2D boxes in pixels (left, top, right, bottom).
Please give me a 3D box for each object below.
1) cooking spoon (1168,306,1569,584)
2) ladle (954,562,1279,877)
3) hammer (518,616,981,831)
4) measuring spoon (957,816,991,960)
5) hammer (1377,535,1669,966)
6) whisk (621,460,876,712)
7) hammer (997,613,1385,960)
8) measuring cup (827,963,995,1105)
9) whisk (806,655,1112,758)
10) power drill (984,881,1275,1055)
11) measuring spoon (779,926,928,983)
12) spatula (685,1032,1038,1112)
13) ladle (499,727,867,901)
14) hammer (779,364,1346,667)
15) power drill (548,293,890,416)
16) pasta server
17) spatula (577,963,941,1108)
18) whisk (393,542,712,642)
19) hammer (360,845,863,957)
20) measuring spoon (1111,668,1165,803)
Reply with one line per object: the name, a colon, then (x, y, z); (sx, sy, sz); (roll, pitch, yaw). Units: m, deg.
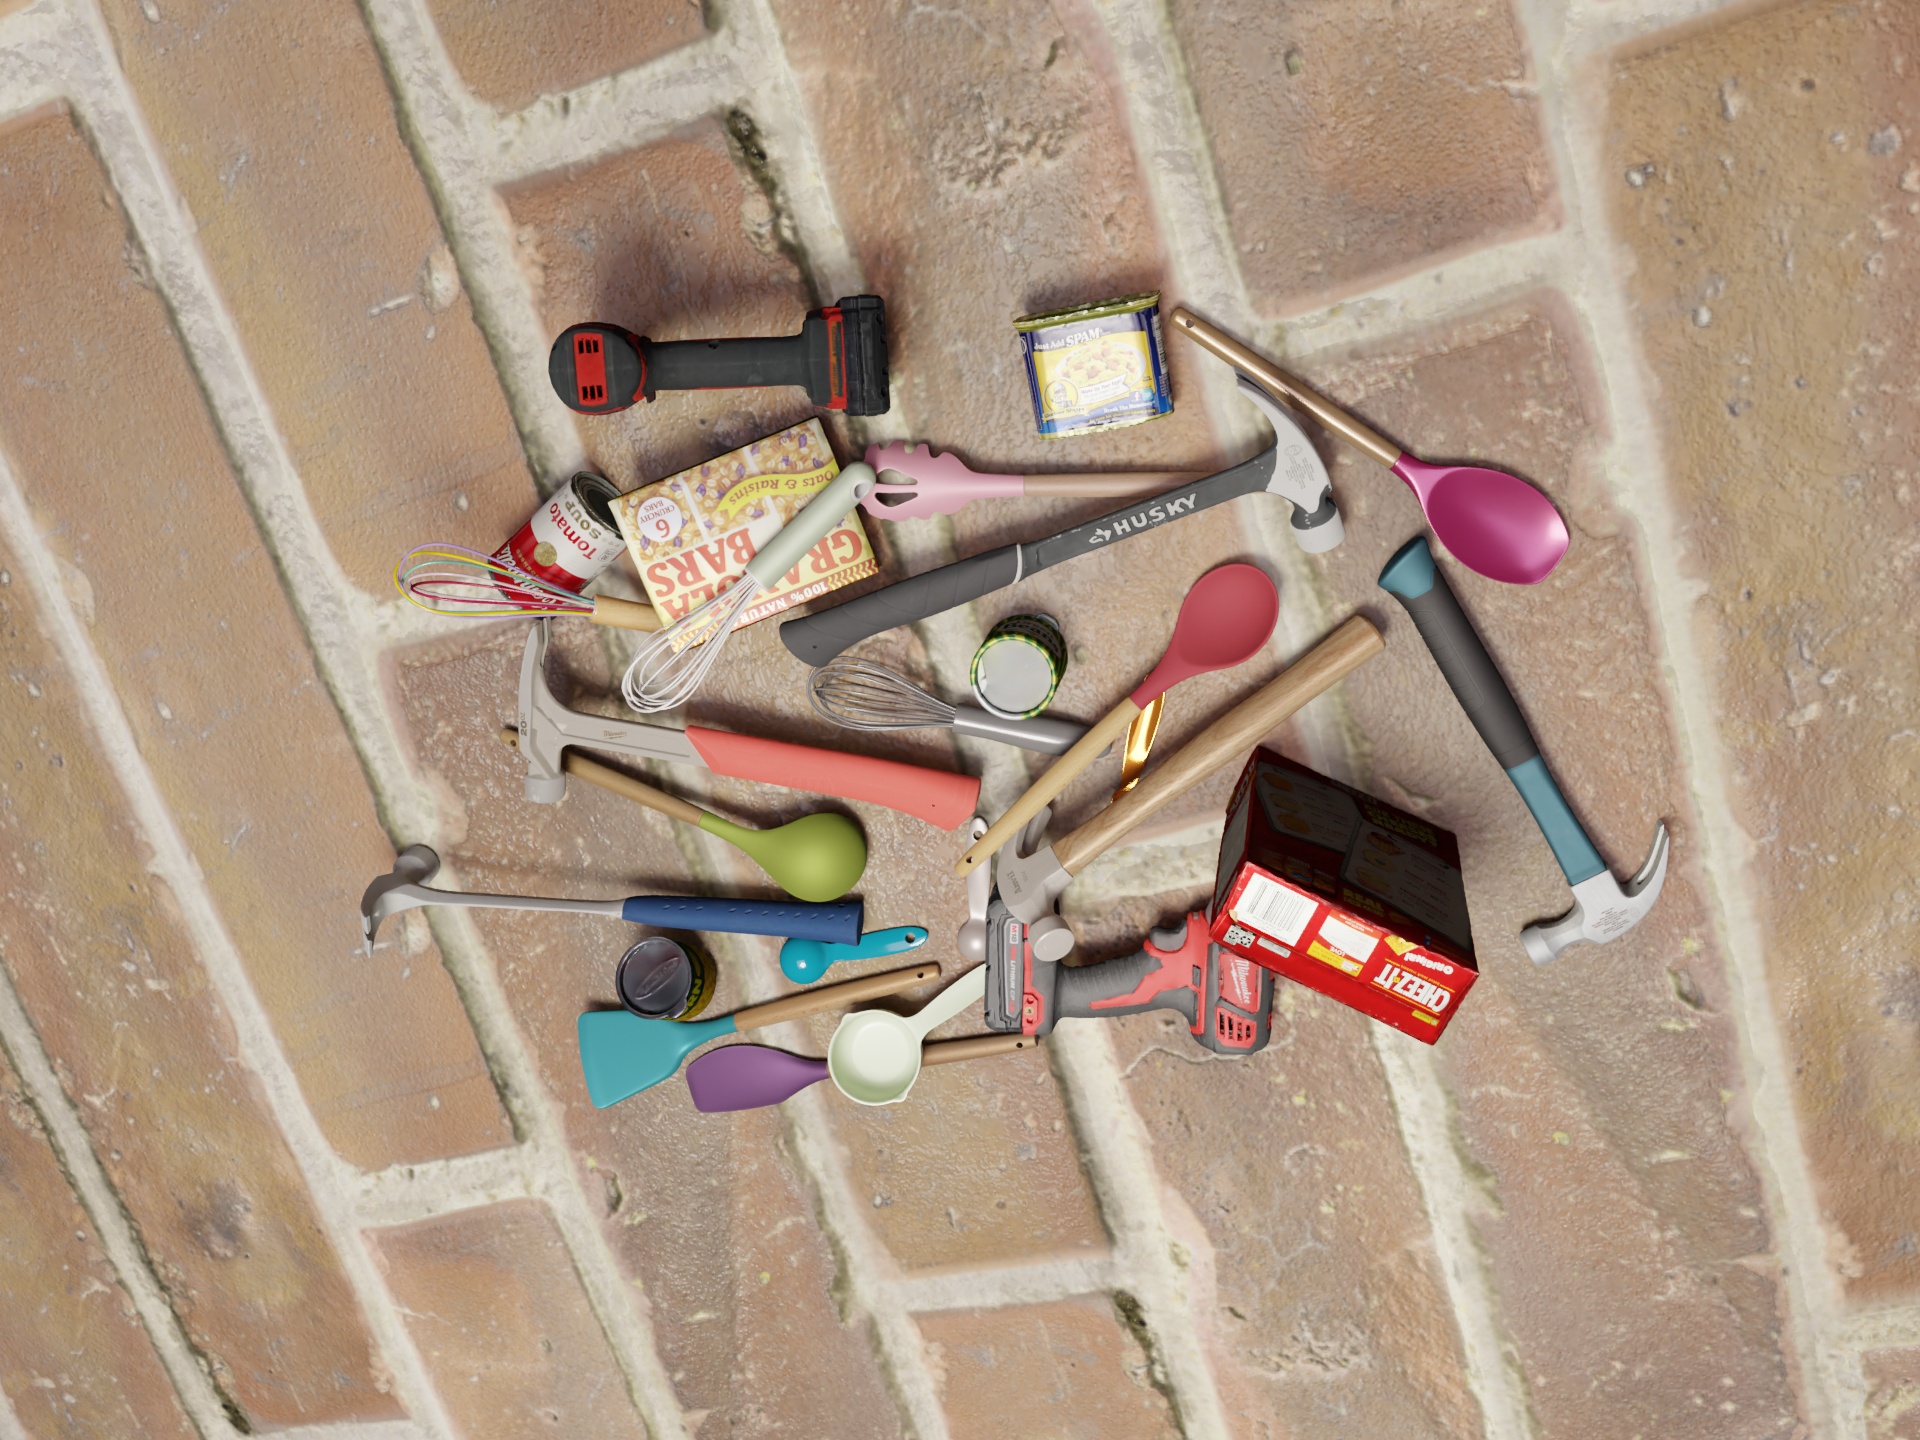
cooking spoon: (0.280, -0.195, 1.102); (0.319, 0.017, 0.068); (33, 107, -1)
ladle: (0.110, 0.006, 1.167); (0.315, 0.031, 0.069); (-44, 71, 9)
hammer: (-0.162, 0.020, 1.217); (0.359, 0.037, 0.149); (10, 113, 5)
measuring spoon: (0.013, 0.137, 1.266); (0.034, 0.018, 0.124); (3, 108, 11)
hammer: (0.394, 0.018, 1.141); (0.128, 0.033, 0.331); (-30, 100, 20)
whisk: (-0.153, -0.097, 1.147); (0.246, 0.057, 0.059); (-44, 54, 3)
hammer: (0.164, 0.033, 1.155); (0.331, 0.130, 0.031); (-38, 129, 7)
measuring cup: (-0.031, 0.247, 1.299); (0.167, 0.038, 0.083); (-36, 82, -1)
whisk: (-0.002, -0.005, 1.211); (0.239, 0.055, 0.055); (12, 110, 3)
power drill: (0.131, 0.178, 1.223); (0.219, 0.078, 0.143); (2, 100, 7)
measuring spoon: (-0.090, 0.186, 1.297); (0.128, 0.021, 0.042); (-13, 81, 12)
spatula: (-0.087, 0.288, 1.337); (0.316, 0.018, 0.059); (-11, 102, 16)
ladle: (-0.226, 0.065, 1.286); (0.320, 0.062, 0.078); (22, 117, 11)
hammer: (0.056, -0.122, 1.132); (0.409, 0.036, 0.149); (-19, 127, 16)
power drill: (-0.169, -0.250, 1.113); (0.226, 0.188, 0.080); (-4, 103, -6)
pasta server: (0.074, -0.172, 1.150); (0.316, 0.040, 0.060); (0, 108, 7)
spatula: (-0.167, 0.248, 1.326); (0.317, 0.044, 0.082); (-17, 77, 14)
whisk: (-0.296, -0.084, 1.184); (0.244, 0.047, 0.051); (9, 118, -28)
hammer: (-0.283, 0.155, 1.287); (0.405, 0.144, 0.035); (3, 109, 4)
measuring spoon: (0.136, 0.015, 1.208); (0.021, 0.011, 0.117); (14, 107, 6)
